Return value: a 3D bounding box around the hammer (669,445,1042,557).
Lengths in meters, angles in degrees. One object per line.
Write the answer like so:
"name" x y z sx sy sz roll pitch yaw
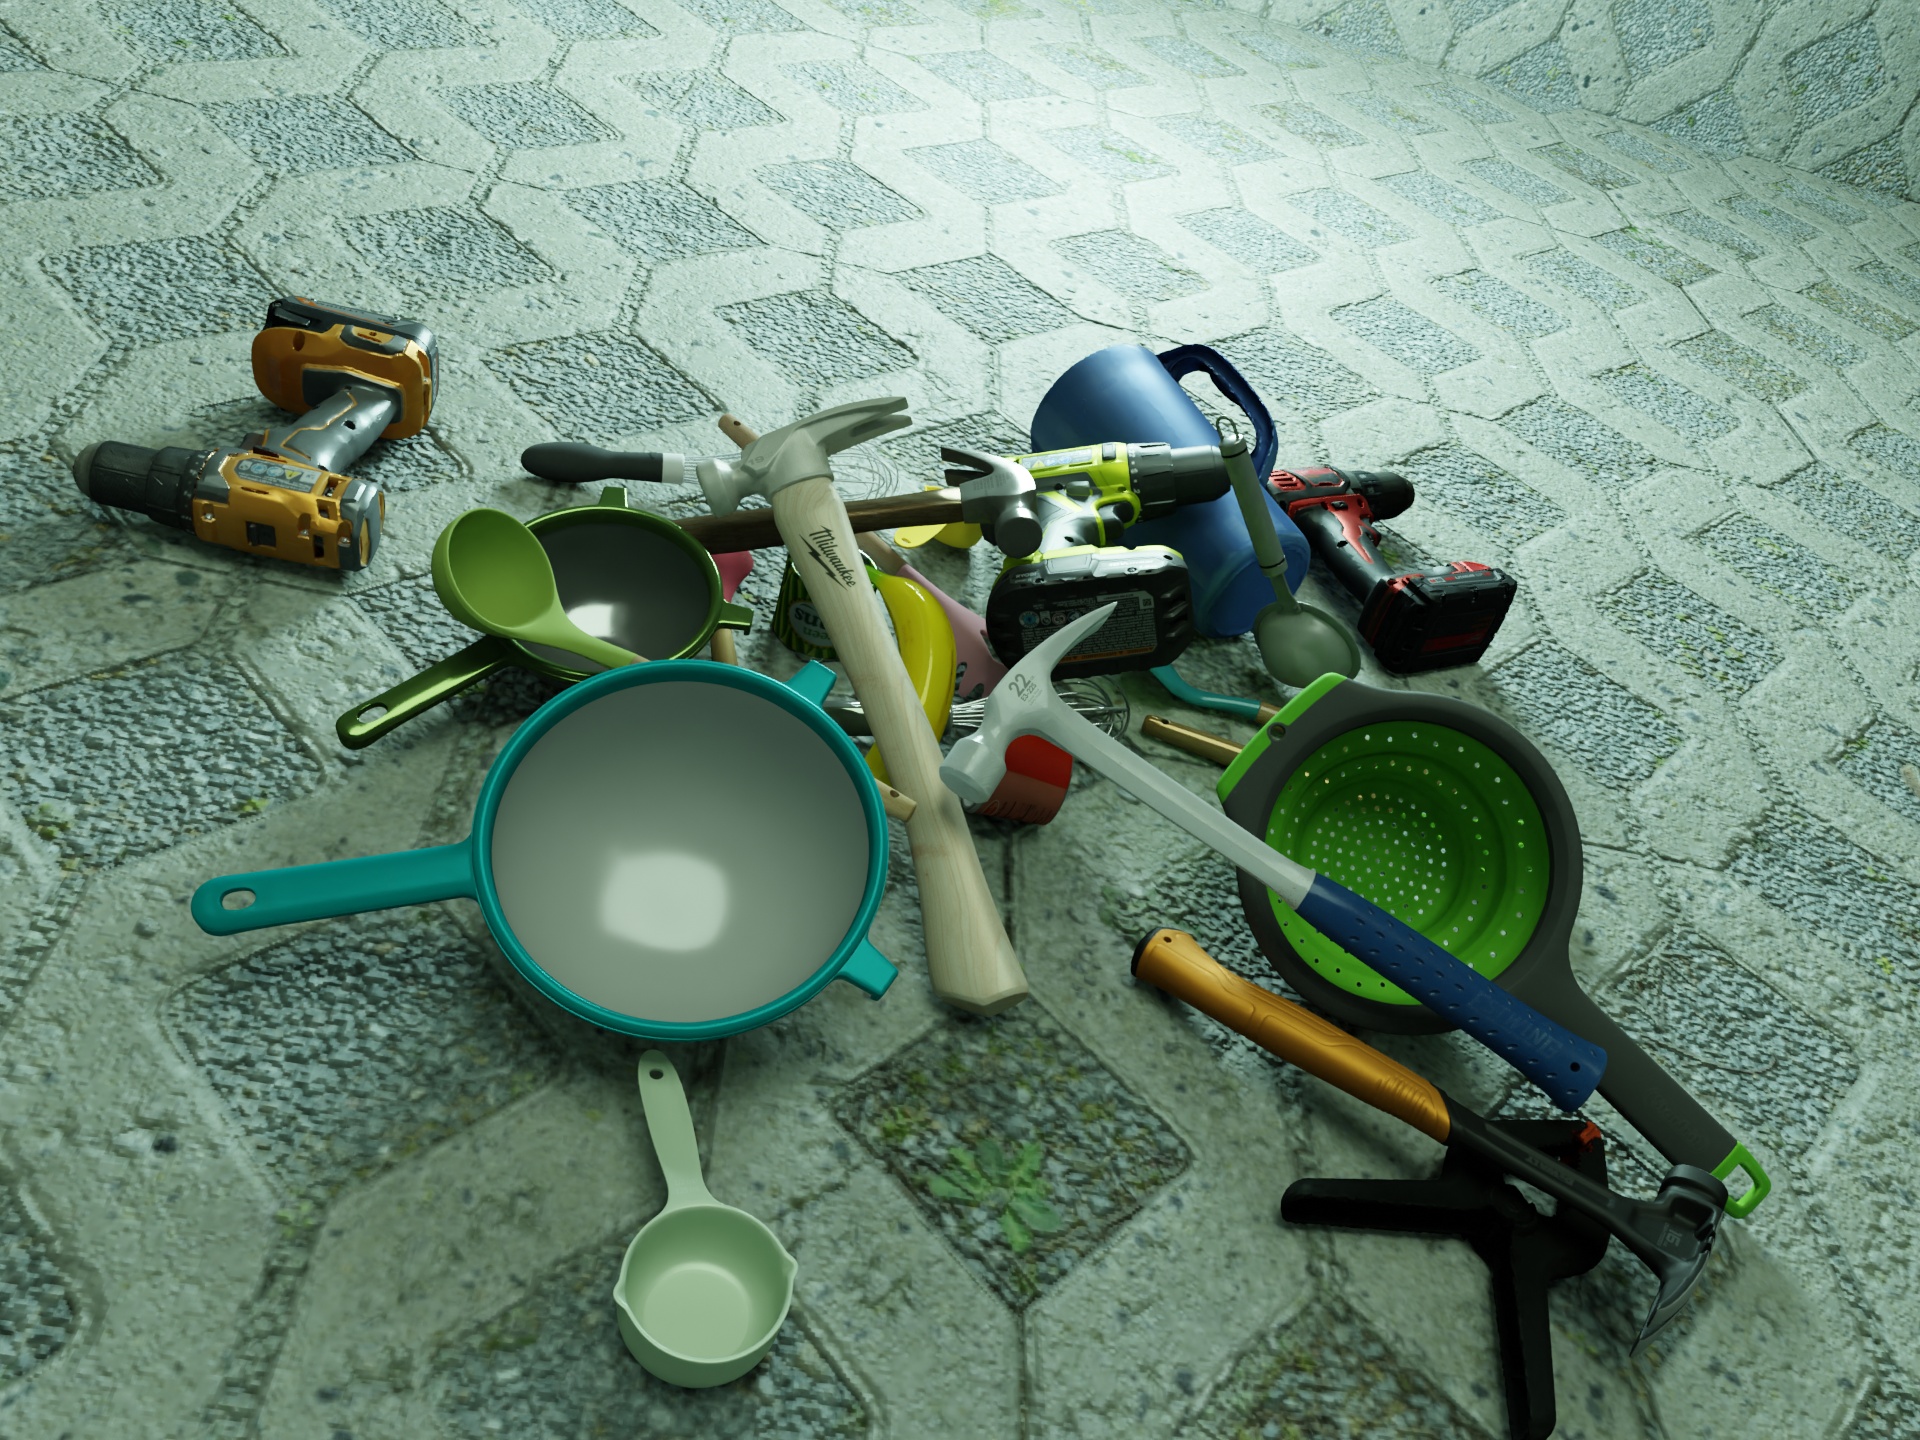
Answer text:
"hammer" -0.113 -0.135 1.088 0.331 0.031 0.130 -7 33 1

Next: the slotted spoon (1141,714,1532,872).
"slotted spoon" 0.277 0.054 1.119 0.314 0.031 0.070 20 39 4

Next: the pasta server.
"pasta server" -0.064 -0.117 1.142 0.316 0.040 0.060 41 43 15

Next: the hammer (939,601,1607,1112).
"hammer" 0.192 0.087 0.915 0.405 0.035 0.144 34 71 2

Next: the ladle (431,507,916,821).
"ladle" -0.165 -0.028 0.921 0.320 0.062 0.078 27 38 7

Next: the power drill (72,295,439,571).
"power drill" -0.466 -0.197 1.078 0.185 0.084 0.226 11 44 -7

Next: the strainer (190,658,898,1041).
"strainer" -0.210 0.087 0.834 0.340 0.095 0.211 -7 64 -14

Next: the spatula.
"spatula" 0.246 -0.007 1.164 0.317 0.044 0.082 21 17 0

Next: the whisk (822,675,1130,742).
"whisk" -0.002 -0.003 1.060 0.246 0.059 0.058 -1 4 -16

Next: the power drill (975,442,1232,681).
"power drill" 0.104 -0.127 1.122 0.190 0.080 0.229 -6 35 8

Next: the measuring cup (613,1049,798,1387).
"measuring cup" -0.130 0.229 0.740 0.083 0.038 0.168 -2 41 -24

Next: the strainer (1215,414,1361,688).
"strainer" 0.226 -0.104 1.149 0.087 0.258 0.050 4 38 44

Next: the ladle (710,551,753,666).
"ladle" -0.158 -0.039 1.055 0.069 0.031 0.316 3 43 -18

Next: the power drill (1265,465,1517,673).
"power drill" 0.363 -0.144 1.351 0.188 0.080 0.227 -9 44 -31

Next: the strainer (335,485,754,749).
"strainer" -0.265 -0.038 0.988 0.256 0.069 0.152 -34 65 -31

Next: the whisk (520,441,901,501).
"whisk" -0.185 -0.189 1.200 0.284 0.070 0.070 2 41 -13

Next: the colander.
"colander" 0.326 0.145 0.979 0.397 0.204 0.094 45 -1 5

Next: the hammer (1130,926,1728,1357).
"hammer" 0.238 0.208 0.871 0.337 0.034 0.127 28 33 26

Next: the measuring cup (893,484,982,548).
"measuring cup" -0.023 -0.141 1.199 0.062 0.029 0.156 31 26 7

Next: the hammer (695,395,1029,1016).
"hammer" -0.037 -0.019 0.968 0.146 0.038 0.411 -22 66 -1
